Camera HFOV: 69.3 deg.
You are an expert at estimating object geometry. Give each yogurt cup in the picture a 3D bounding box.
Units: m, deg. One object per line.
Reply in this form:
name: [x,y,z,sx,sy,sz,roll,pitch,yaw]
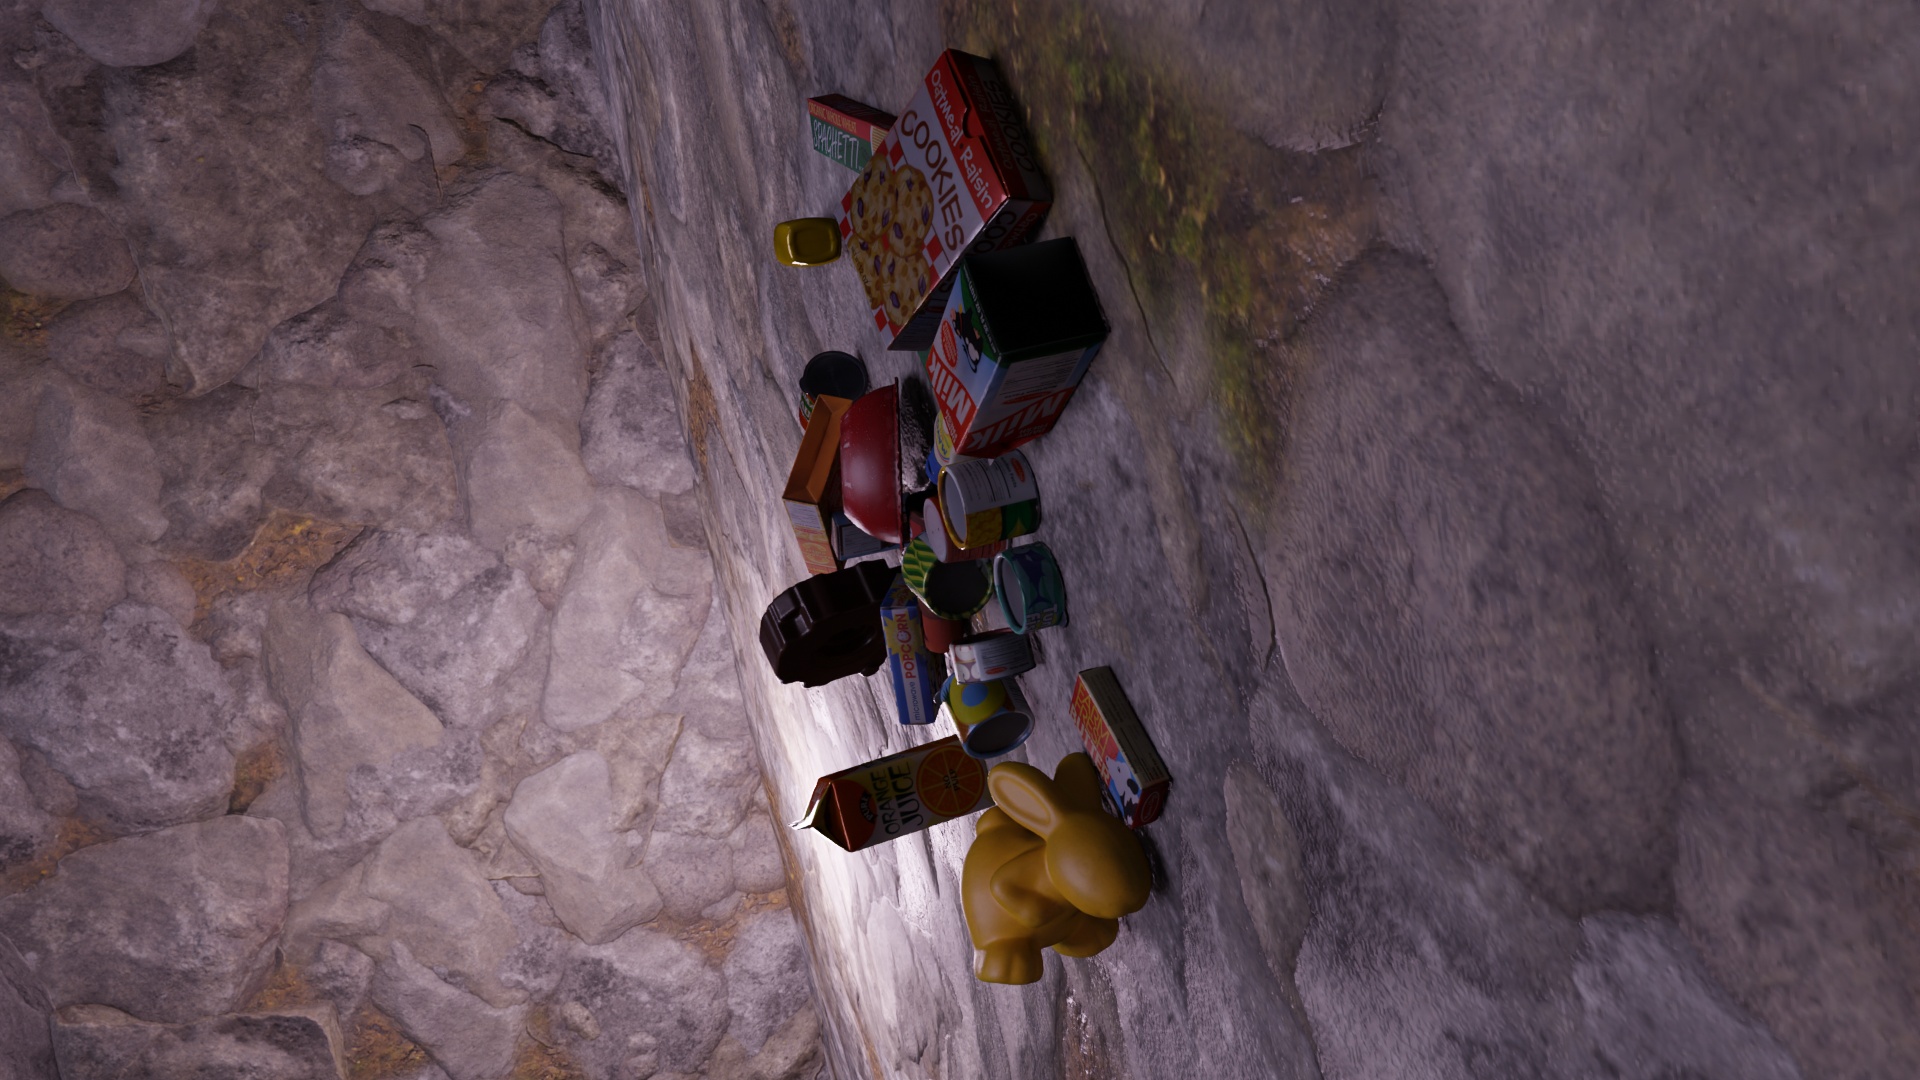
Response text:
yogurt cup: [0.004,-0.014,1.126,0.072,0.054,0.072,166,89,-74]

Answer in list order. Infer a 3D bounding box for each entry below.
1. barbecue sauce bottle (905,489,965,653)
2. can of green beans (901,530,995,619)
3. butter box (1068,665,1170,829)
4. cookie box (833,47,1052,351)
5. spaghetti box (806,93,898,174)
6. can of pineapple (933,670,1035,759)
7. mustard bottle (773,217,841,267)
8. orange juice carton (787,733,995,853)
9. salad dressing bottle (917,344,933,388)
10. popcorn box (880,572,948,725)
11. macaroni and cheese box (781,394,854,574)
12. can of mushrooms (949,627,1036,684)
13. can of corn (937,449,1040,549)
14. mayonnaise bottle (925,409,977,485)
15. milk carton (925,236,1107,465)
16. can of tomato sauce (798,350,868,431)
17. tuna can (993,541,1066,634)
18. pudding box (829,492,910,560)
barbecue sauce bottle: [-0.020,0.031,1.263,0.065,0.044,0.147,-123,24,-59]
can of green beans: [-0.010,0.028,1.187,0.058,0.071,0.071,-140,39,-63]
butter box: [0.109,0.141,0.960,0.052,0.024,0.104,95,154,-47]
cookie box: [-0.017,-0.227,0.944,0.166,0.040,0.123,-43,60,46]
spaghetti box: [-0.084,-0.344,1.190,0.251,0.029,0.050,-133,33,-59]
can of pineapple: [0.021,0.143,1.172,0.070,0.071,0.058,94,156,-46]
mustard bottle: [-0.162,-0.306,1.427,0.160,0.065,0.048,-140,44,-73]
orange juice carton: [-0.071,0.249,1.347,0.071,0.193,0.073,158,97,-72]
salad dressing bottle: [-0.030,-0.189,1.112,0.064,0.044,0.148,102,149,-61]
popcorn box: [-0.043,0.104,1.349,0.085,0.038,0.126,-66,-30,-67]
macaroni and cheese box: [-0.134,-0.052,1.420,0.165,0.040,0.124,84,-160,-62]
can of mushrooms: [0.025,0.092,1.122,0.071,0.071,0.033,177,80,-73]
can of corn: [0.020,-0.029,1.051,0.071,0.058,0.071,167,89,-74]
mayonnaise bottle: [0.003,-0.084,1.093,0.147,0.041,0.065,121,139,-67]
milk carton: [0.028,-0.117,0.925,0.189,0.073,0.072,117,136,-67]
can of tomato sauce: [-0.135,-0.148,1.449,0.082,0.071,0.071,114,139,-65]
tuna can: [0.052,0.038,1.047,0.071,0.033,0.071,168,89,-74]
pudding box: [-0.085,-0.013,1.370,0.030,0.084,0.049,-117,20,-45]
